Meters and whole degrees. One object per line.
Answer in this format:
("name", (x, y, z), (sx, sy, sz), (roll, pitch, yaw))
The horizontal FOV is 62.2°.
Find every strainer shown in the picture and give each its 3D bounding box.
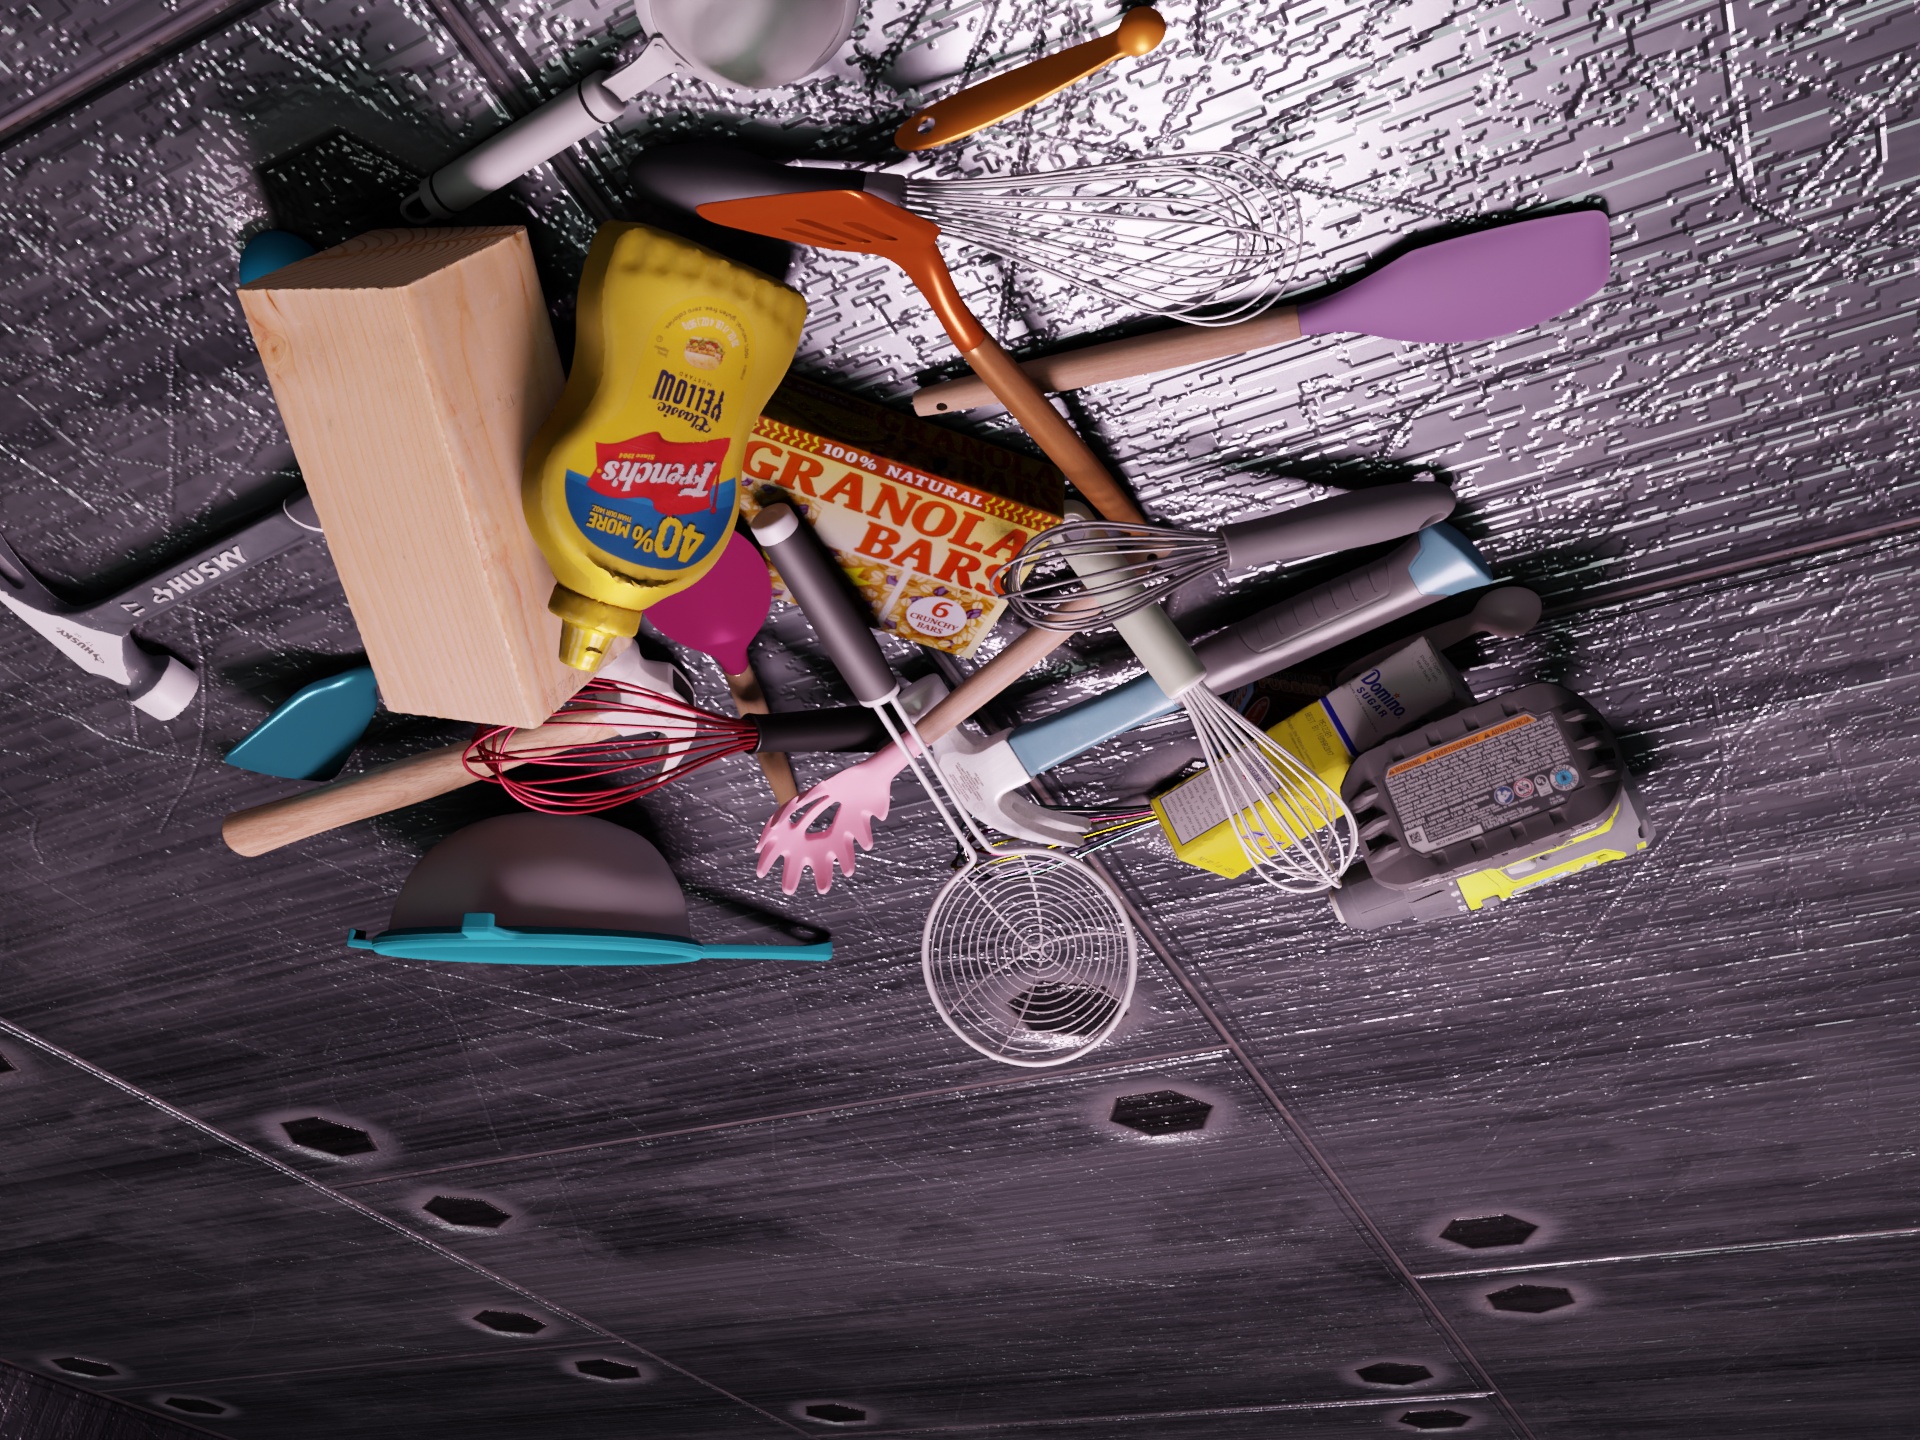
("strainer", (-0.137, -0.252, 0.640), (0.258, 0.050, 0.086), (-17, 152, 30))
("strainer", (-0.226, 0.118, 1.093), (0.340, 0.095, 0.211), (9, 165, -41))

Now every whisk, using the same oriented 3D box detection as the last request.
("whisk", (0.000, -0.215, 0.664), (0.284, 0.070, 0.070), (8, 142, 4))
("whisk", (-0.133, 0.008, 0.878), (0.295, 0.073, 0.073), (-3, 153, -41))
("whisk", (0.123, -0.013, 0.822), (0.058, 0.059, 0.246), (-36, 90, 14))
("whisk", (0.107, 0.062, 1.021), (0.245, 0.051, 0.047), (-15, 159, 17))
("whisk", (0.131, -0.088, 0.784), (0.239, 0.055, 0.055), (-12, 142, -6))

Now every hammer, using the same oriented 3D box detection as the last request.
("hammer", (-0.314, 0.030, 0.987), (0.331, 0.031, 0.129), (-17, 147, 16))
("hammer", (0.128, -0.026, 0.881), (0.331, 0.033, 0.128), (-25, 104, 26))
("hammer", (-0.363, -0.109, 0.851), (0.409, 0.036, 0.149), (-19, 135, 27))

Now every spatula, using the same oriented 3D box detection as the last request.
("spatula", (0.013, -0.148, 0.703), (0.081, 0.041, 0.322), (7, 163, 34))
("spatula", (-0.294, -0.031, 0.935), (0.317, 0.044, 0.082), (-18, 161, 24))
("spatula", (0.129, -0.175, 0.726), (0.316, 0.018, 0.059), (-9, 141, 15))

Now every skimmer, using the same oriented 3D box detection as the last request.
("skimmer", (-0.014, 0.045, 0.856), (0.127, 0.090, 0.362), (-23, 126, 11))

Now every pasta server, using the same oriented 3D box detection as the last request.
("pasta server", (-0.001, -0.003, 0.894), (0.316, 0.040, 0.060), (-39, 122, 25))

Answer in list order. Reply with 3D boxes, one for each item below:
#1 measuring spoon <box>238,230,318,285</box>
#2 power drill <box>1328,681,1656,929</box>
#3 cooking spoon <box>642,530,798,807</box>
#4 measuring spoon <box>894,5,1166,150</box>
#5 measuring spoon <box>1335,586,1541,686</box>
("measuring spoon", (-0.291, -0.168, 0.747), (0.042, 0.021, 0.128), (-21, 118, 24))
("power drill", (0.288, 0.063, 0.899), (0.190, 0.080, 0.228), (-23, 159, 16))
("cooking spoon", (-0.124, -0.020, 0.910), (0.068, 0.017, 0.318), (-13, 151, -2))
("measuring spoon", (0.025, -0.253, 0.627), (0.117, 0.021, 0.011), (-17, 159, 19))
("measuring spoon", (0.264, -0.039, 0.885), (0.124, 0.018, 0.034), (-26, 133, 35))
